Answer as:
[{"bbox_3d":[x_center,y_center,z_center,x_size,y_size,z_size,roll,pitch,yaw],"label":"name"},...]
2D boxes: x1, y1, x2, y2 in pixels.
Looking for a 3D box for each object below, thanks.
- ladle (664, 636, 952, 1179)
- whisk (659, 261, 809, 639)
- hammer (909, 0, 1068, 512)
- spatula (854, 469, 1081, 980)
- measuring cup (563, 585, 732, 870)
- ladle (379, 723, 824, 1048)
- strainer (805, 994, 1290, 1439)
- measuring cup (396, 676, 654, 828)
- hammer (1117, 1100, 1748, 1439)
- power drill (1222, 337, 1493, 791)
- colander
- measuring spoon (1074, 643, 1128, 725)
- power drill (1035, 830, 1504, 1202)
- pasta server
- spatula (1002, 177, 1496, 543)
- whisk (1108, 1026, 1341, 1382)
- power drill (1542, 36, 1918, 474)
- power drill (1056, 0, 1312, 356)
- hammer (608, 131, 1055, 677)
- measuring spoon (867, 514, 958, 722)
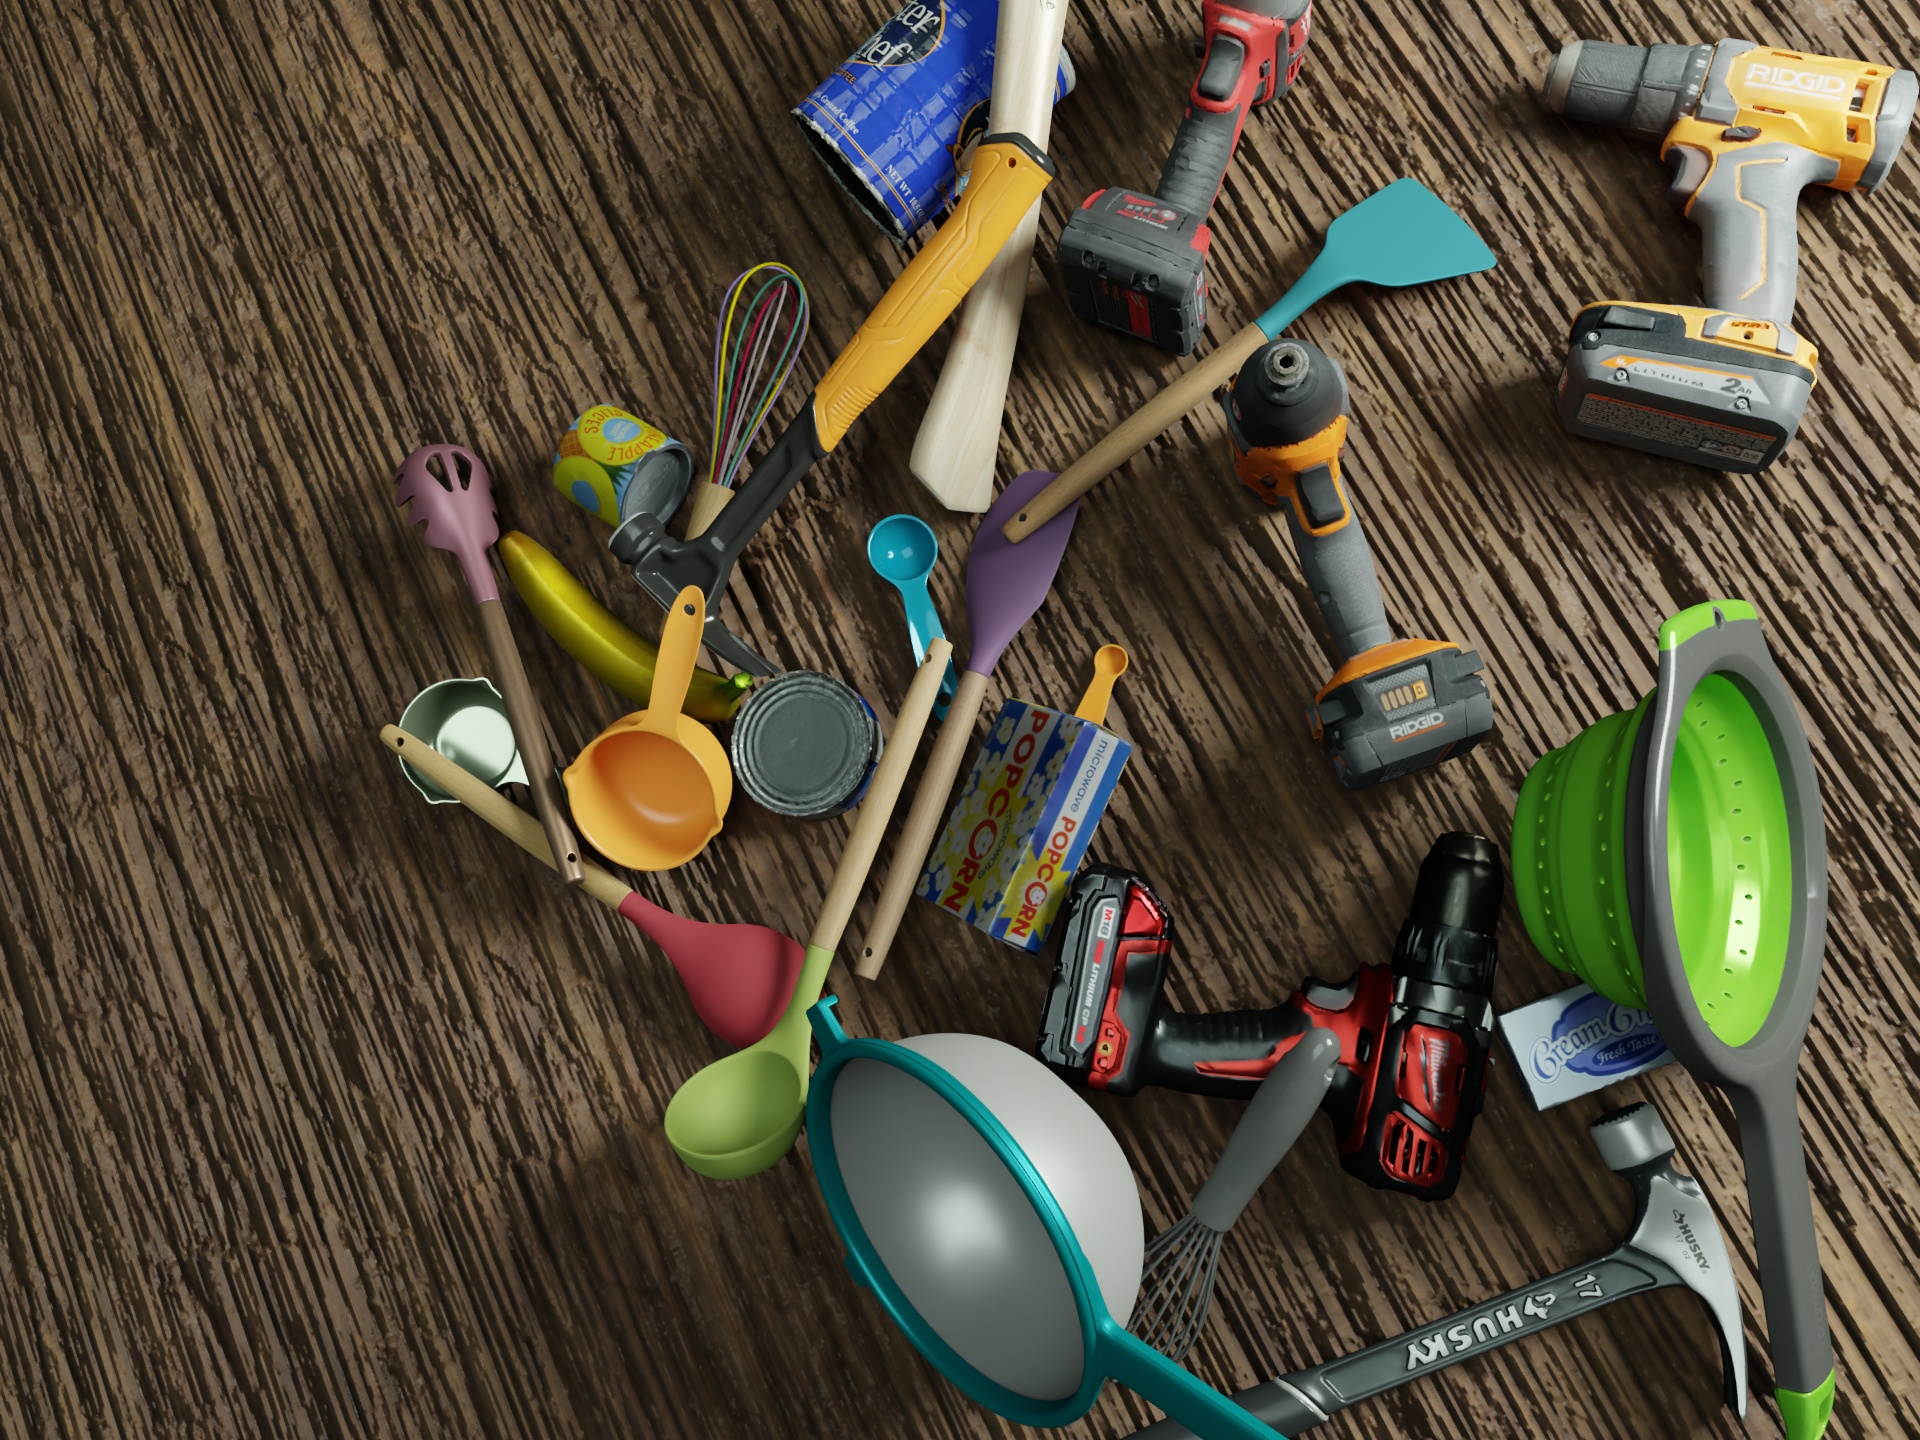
[{"bbox_3d":[-0.074,0.098,0.878,0.078,0.062,0.320,14,79,39],"label":"ladle"},{"bbox_3d":[-0.139,-0.163,0.979,0.051,0.047,0.245,15,88,27],"label":"whisk"},{"bbox_3d":[0.040,-0.322,0.901,0.146,0.038,0.410,6,103,-11],"label":"hammer"},{"bbox_3d":[-0.001,-0.003,0.913,0.060,0.018,0.316,13,76,29],"label":"spatula"},{"bbox_3d":[-0.165,-0.001,0.908,0.095,0.052,0.173,18,109,2],"label":"measuring cup"},{"bbox_3d":[-0.216,0.090,0.932,0.315,0.031,0.069,33,83,9],"label":"ladle"},{"bbox_3d":[0.065,0.255,0.764,0.341,0.095,0.210,21,127,42],"label":"strainer"},{"bbox_3d":[-0.262,0.031,0.977,0.167,0.038,0.083,22,87,3],"label":"measuring cup"},{"bbox_3d":[0.195,0.344,0.812,0.409,0.036,0.149,-26,76,8],"label":"hammer"},{"bbox_3d":[0.196,-0.085,0.822,0.084,0.164,0.227,-20,78,8],"label":"power drill"},{"bbox_3d":[0.339,0.146,0.755,0.094,0.204,0.397,-6,94,46],"label":"colander"},{"bbox_3d":[0.070,0.012,0.914,0.021,0.011,0.117,20,89,18],"label":"measuring spoon"},{"bbox_3d":[0.168,0.133,0.836,0.227,0.080,0.188,12,84,12],"label":"power drill"},{"bbox_3d":[-0.279,-0.043,0.963,0.060,0.040,0.316,-12,69,-28],"label":"pasta server"},{"bbox_3d":[0.155,-0.200,0.915,0.317,0.044,0.082,-38,66,7],"label":"spatula"},{"bbox_3d":[0.129,0.245,0.793,0.055,0.055,0.239,32,115,16],"label":"whisk"},{"bbox_3d":[0.387,-0.264,0.855,0.185,0.084,0.226,18,80,16],"label":"power drill"},{"bbox_3d":[0.135,-0.331,0.892,0.078,0.143,0.220,23,88,11],"label":"power drill"},{"bbox_3d":[-0.059,-0.181,0.897,0.127,0.034,0.337,44,107,9],"label":"hammer"},{"bbox_3d":[-0.024,-0.059,0.946,0.042,0.021,0.128,-15,86,-9],"label":"measuring spoon"}]
